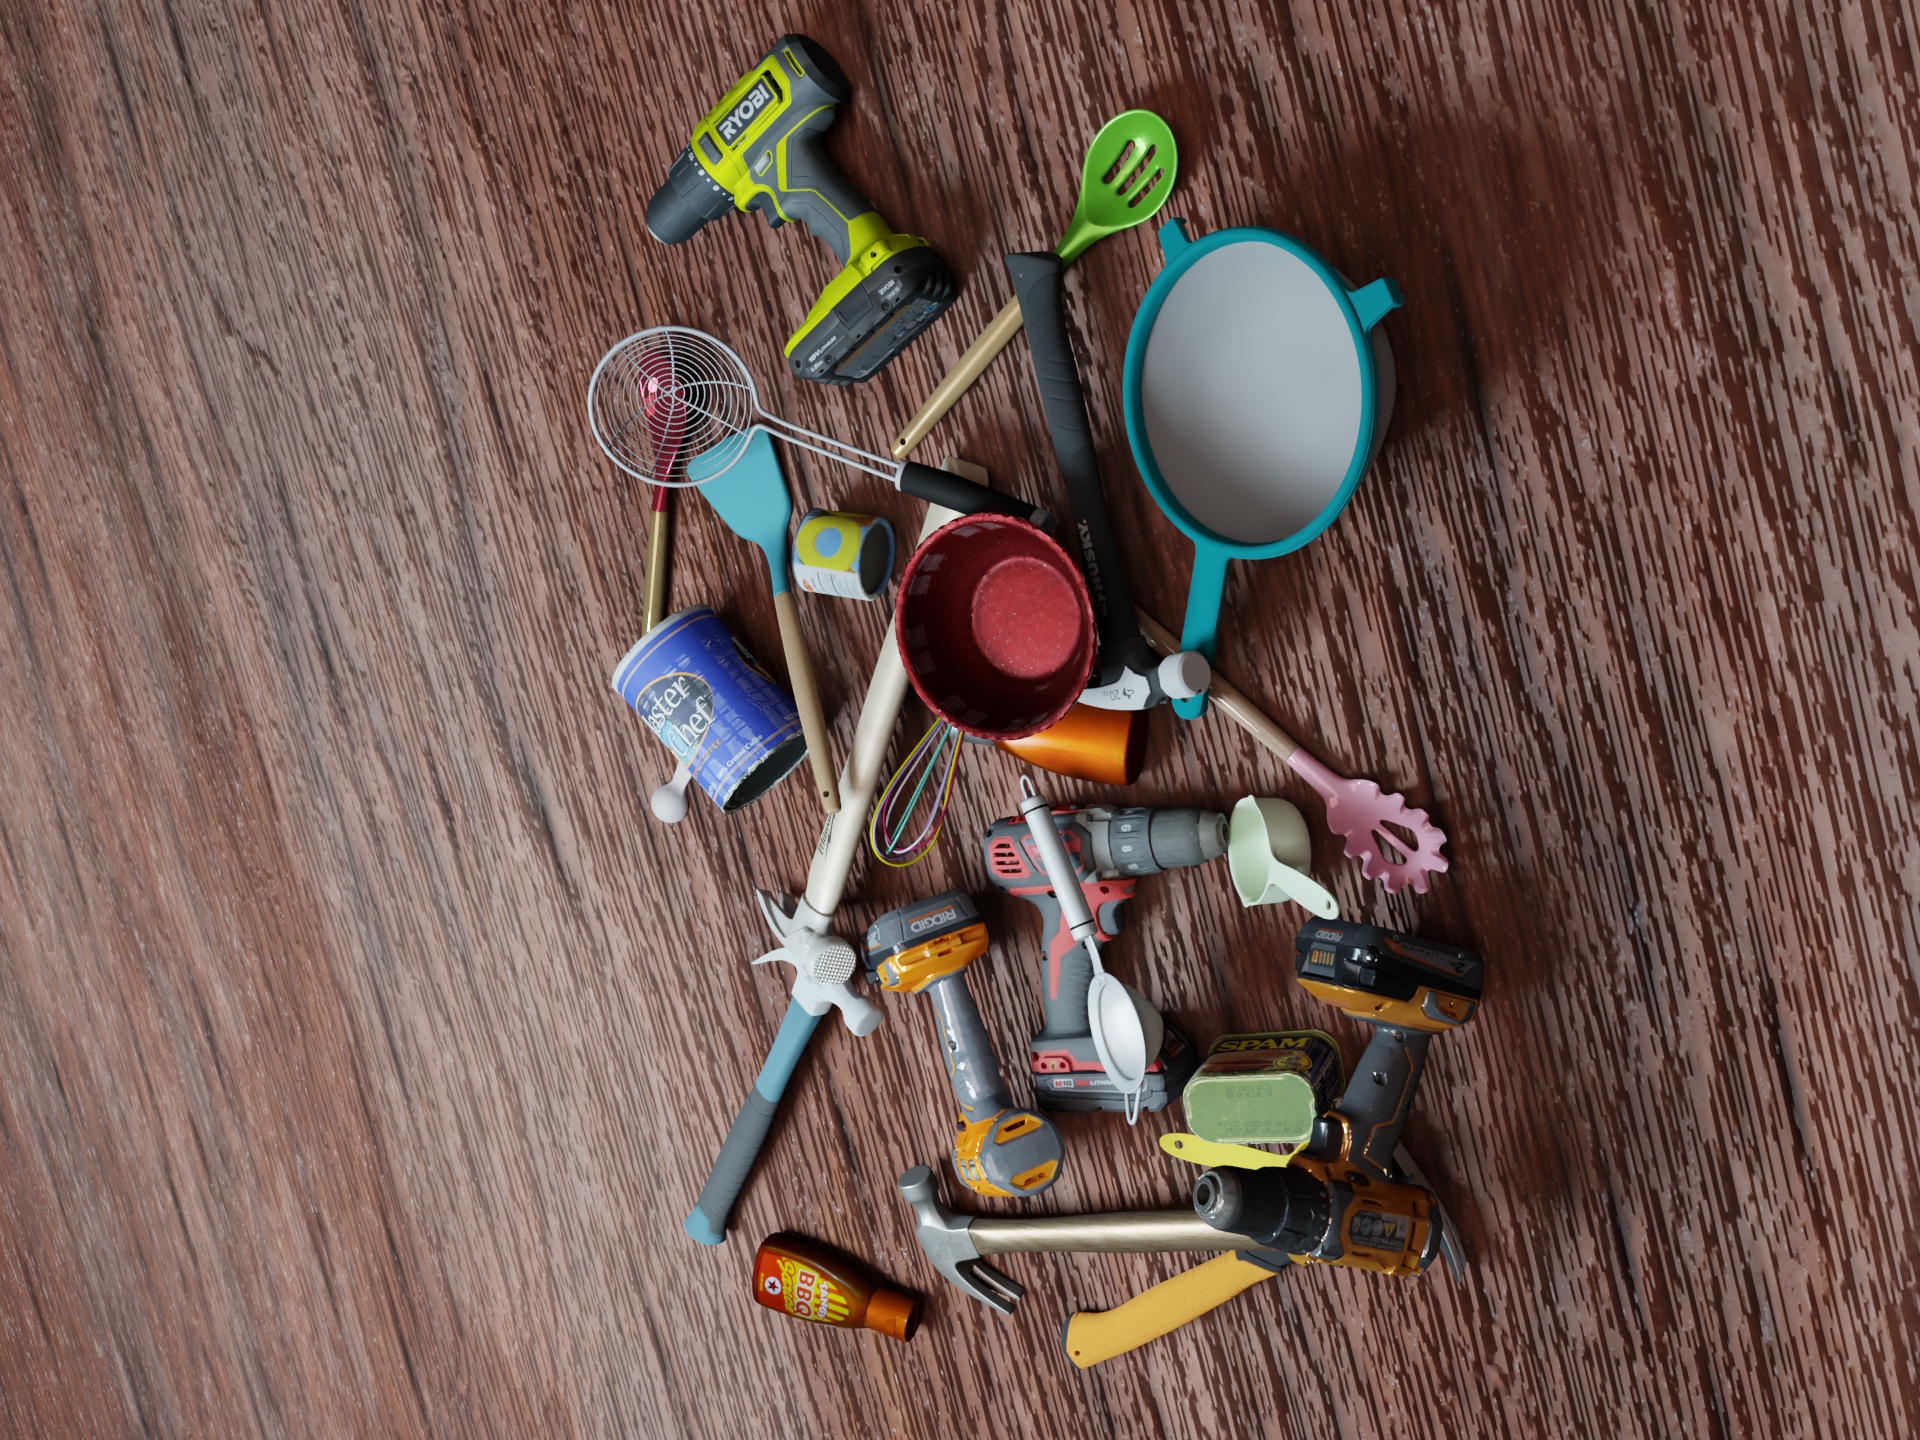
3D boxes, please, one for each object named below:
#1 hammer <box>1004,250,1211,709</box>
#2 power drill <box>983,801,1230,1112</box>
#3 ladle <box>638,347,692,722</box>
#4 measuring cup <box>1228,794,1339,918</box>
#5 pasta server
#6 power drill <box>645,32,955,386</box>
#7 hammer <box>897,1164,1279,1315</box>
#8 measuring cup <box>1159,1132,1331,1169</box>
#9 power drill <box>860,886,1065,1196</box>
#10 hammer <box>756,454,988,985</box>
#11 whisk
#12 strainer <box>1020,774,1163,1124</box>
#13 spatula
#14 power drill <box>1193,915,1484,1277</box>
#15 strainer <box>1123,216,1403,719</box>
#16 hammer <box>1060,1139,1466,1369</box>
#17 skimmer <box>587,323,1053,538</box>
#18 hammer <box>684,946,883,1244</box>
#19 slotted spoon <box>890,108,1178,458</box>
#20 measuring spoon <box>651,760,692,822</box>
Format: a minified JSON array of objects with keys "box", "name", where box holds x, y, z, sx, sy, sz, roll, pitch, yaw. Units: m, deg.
[{"box":[0.083,-0.170,1.131,0.146,0.035,0.335,-10,94,55],"name":"hammer"},{"box":[0.122,0.171,1.189,0.188,0.080,0.226,-8,93,27],"name":"power drill"},{"box":[-0.252,-0.149,1.325,0.069,0.031,0.315,24,113,45],"name":"ladle"},{"box":[0.232,0.102,1.088,0.038,0.168,0.083,-2,103,-14],"name":"measuring cup"},{"box":[0.216,0.006,1.136,0.316,0.040,0.060,43,99,13],"name":"pasta server"},{"box":[-0.127,-0.369,1.201,0.190,0.080,0.228,-37,81,25],"name":"power drill"},{"box":[0.107,0.399,1.231,0.331,0.031,0.130,-14,106,34],"name":"hammer"},{"box":[0.223,0.317,1.162,0.156,0.029,0.062,4,101,27],"name":"measuring cup"},{"box":[-0.001,0.255,1.223,0.084,0.164,0.226,-18,78,-18],"name":"power drill"},{"box":[-0.066,-0.008,1.243,0.146,0.038,0.410,36,110,58],"name":"hammer"},{"box":[0.000,-0.003,1.189,0.047,0.051,0.245,25,83,9],"name":"whisk"},{"box":[0.094,0.157,1.139,0.258,0.050,0.087,68,157,12],"name":"strainer"},{"box":[-0.142,-0.077,1.252,0.082,0.044,0.318,-24,70,23],"name":"spatula"},{"box":[0.251,0.249,1.061,0.084,0.185,0.226,-2,74,64],"name":"power drill"},{"box":[0.206,-0.161,1.079,0.211,0.095,0.340,34,128,42],"name":"strainer"},{"box":[0.216,0.428,1.218,0.337,0.034,0.127,-36,83,26],"name":"hammer"},{"box":[-0.108,-0.193,1.171,0.363,0.090,0.127,23,118,22],"name":"skimmer"},{"box":[-0.168,0.327,1.358,0.128,0.033,0.331,44,121,34],"name":"hammer"},{"box":[0.047,-0.308,1.160,0.070,0.031,0.313,48,117,9],"name":"slotted spoon"},{"box":[-0.235,0.035,1.357,0.034,0.018,0.124,32,110,16],"name":"measuring spoon"}]
